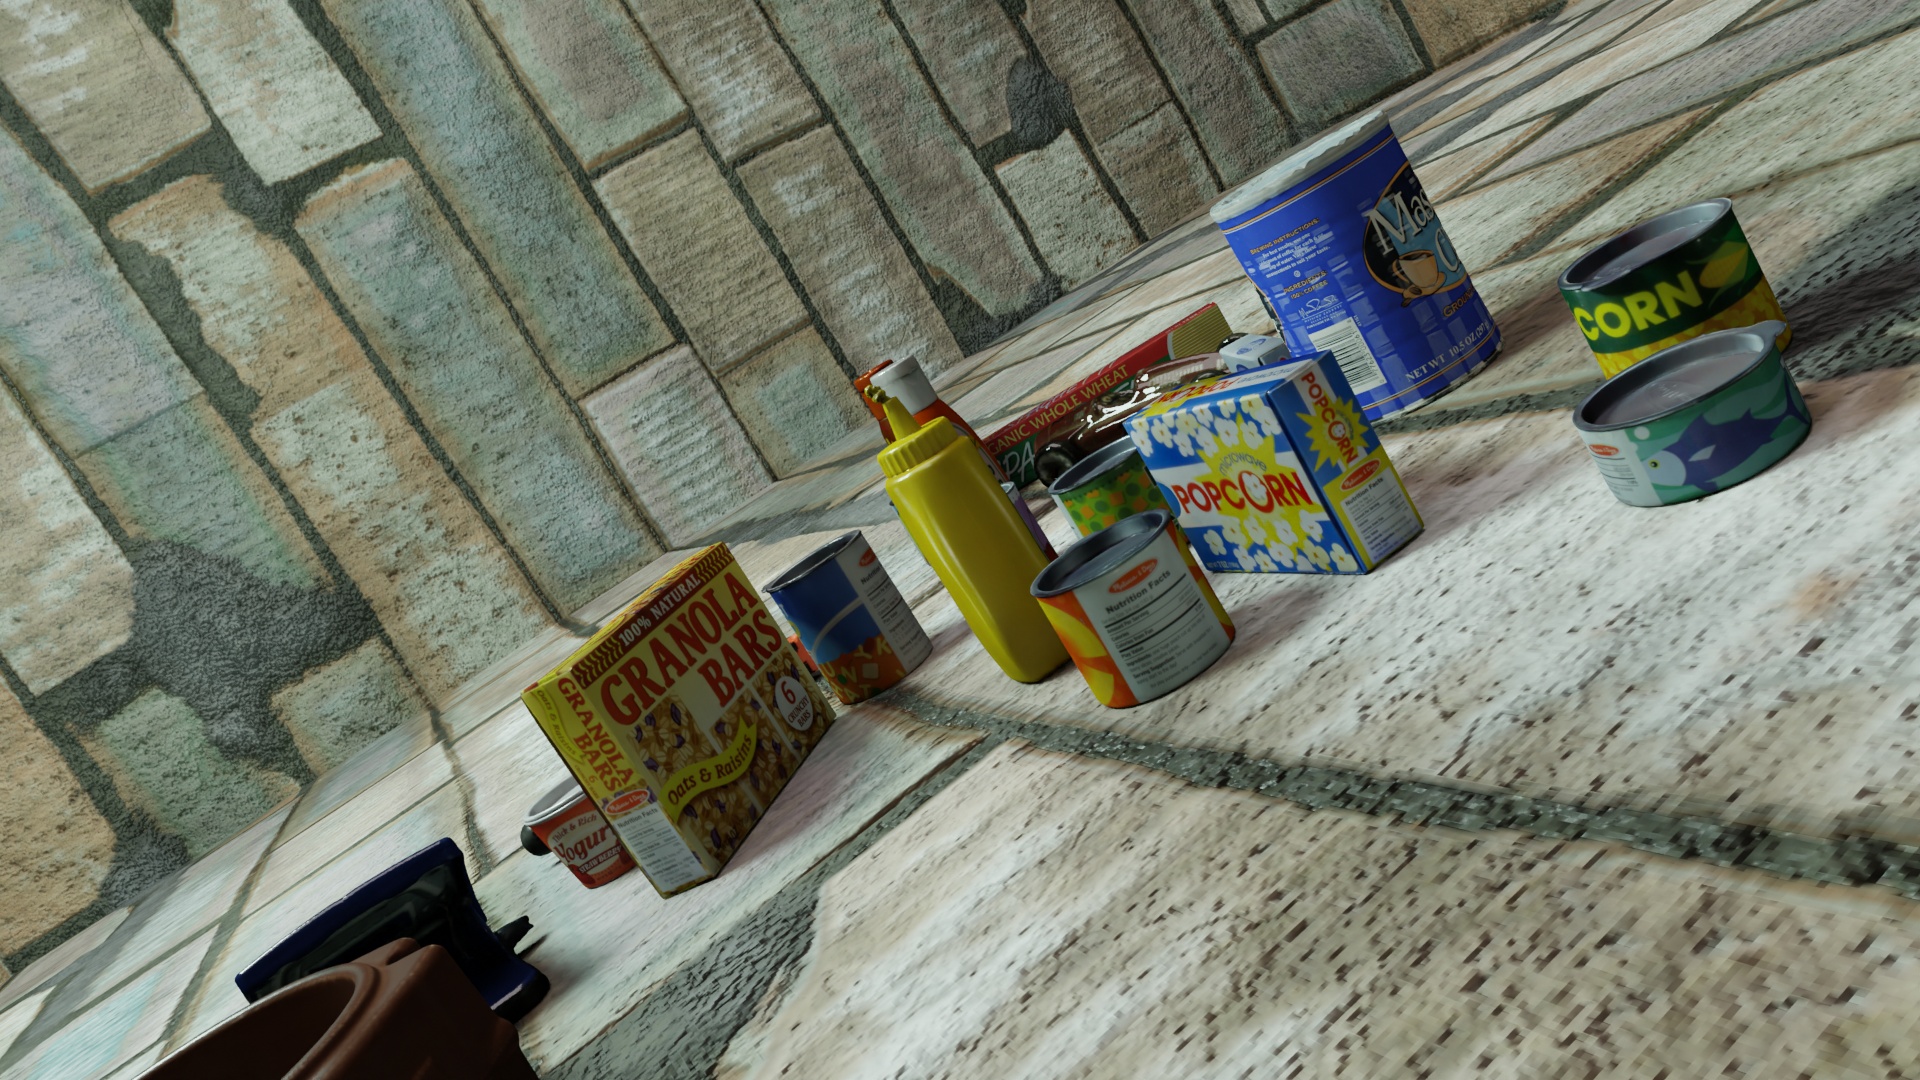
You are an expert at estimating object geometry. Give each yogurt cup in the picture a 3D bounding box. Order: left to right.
[{"bbox_3d":[-0.202,0.157,0.779,0.072,0.054,0.072,-31,10,6],"label":"yogurt cup"}]

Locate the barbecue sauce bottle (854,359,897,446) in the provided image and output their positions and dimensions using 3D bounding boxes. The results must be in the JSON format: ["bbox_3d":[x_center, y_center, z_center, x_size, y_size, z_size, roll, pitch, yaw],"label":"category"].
[{"bbox_3d":[-0.032,-0.075,1.126,0.044,0.148,0.065,-34,10,-16],"label":"barbecue sauce bottle"}]

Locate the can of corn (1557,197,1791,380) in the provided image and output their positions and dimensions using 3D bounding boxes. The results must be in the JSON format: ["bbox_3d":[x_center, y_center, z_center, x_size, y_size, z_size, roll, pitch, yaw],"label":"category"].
[{"bbox_3d":[0.276,-0.090,0.541,0.071,0.058,0.071,-31,10,6],"label":"can of corn"}]

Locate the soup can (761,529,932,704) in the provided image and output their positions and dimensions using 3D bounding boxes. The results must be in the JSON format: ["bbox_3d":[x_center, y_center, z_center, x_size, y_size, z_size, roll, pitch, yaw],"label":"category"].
[{"bbox_3d":[-0.068,0.047,0.828,0.071,0.083,0.071,-31,10,6],"label":"soup can"}]

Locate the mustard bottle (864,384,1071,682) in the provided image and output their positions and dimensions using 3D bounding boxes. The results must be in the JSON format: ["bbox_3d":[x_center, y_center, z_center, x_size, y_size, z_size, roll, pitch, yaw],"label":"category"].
[{"bbox_3d":[0.002,-0.008,0.666,0.049,0.160,0.065,-33,10,-9],"label":"mustard bottle"}]

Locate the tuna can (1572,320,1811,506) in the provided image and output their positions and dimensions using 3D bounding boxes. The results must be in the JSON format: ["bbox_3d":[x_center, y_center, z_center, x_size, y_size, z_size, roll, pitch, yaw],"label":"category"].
[{"bbox_3d":[0.248,-0.043,0.469,0.071,0.033,0.071,-31,10,6],"label":"tuna can"}]

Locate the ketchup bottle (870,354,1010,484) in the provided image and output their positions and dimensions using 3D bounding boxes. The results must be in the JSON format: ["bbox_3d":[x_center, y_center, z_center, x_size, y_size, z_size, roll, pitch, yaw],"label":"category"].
[{"bbox_3d":[-0.012,-0.062,1.004,0.065,0.148,0.043,-38,11,-32],"label":"ketchup bottle"}]

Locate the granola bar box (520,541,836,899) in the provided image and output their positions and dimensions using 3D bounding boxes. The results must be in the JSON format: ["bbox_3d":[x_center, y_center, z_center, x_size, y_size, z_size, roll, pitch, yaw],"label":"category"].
[{"bbox_3d":[-0.141,0.088,0.730,0.039,0.124,0.166,-27,11,24],"label":"granola bar box"}]

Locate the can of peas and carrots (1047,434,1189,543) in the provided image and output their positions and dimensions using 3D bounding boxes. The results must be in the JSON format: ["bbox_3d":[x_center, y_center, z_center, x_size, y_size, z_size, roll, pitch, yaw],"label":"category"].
[{"bbox_3d":[0.092,-0.020,0.750,0.071,0.058,0.071,-31,10,6],"label":"can of peas and carrots"}]

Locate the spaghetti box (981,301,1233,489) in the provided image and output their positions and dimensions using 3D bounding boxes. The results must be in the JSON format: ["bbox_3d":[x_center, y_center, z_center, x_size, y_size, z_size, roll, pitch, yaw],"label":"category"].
[{"bbox_3d":[0.115,-0.112,1.151,0.250,0.050,0.029,-31,10,4],"label":"spaghetti box"}]

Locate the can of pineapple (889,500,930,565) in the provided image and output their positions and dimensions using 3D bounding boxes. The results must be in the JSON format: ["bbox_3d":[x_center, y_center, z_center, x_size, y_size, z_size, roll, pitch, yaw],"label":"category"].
[{"bbox_3d":[-0.011,-0.022,1.066,0.071,0.058,0.071,-31,10,6],"label":"can of pineapple"}]

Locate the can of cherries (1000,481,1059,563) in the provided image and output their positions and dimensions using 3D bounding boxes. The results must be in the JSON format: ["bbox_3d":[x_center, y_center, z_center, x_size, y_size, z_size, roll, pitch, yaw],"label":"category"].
[{"bbox_3d":[0.018,0.007,0.839,0.071,0.058,0.071,-31,10,6],"label":"can of cherries"}]

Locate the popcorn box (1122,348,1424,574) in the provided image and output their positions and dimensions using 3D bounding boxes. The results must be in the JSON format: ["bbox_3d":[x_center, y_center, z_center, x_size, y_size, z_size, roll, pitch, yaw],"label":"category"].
[{"bbox_3d":[0.132,-0.030,0.604,0.038,0.085,0.126,-35,10,-17],"label":"popcorn box"}]

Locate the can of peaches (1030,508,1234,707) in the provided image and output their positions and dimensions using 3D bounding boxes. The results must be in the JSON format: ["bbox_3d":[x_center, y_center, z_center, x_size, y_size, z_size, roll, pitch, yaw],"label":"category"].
[{"bbox_3d":[0.072,0.028,0.580,0.071,0.058,0.071,-31,10,6],"label":"can of peaches"}]

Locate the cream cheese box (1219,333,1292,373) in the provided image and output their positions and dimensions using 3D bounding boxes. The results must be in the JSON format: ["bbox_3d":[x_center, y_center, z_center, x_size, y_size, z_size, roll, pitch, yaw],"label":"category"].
[{"bbox_3d":[0.190,-0.096,0.842,0.024,0.053,0.104,-31,10,4],"label":"cream cheese box"}]
